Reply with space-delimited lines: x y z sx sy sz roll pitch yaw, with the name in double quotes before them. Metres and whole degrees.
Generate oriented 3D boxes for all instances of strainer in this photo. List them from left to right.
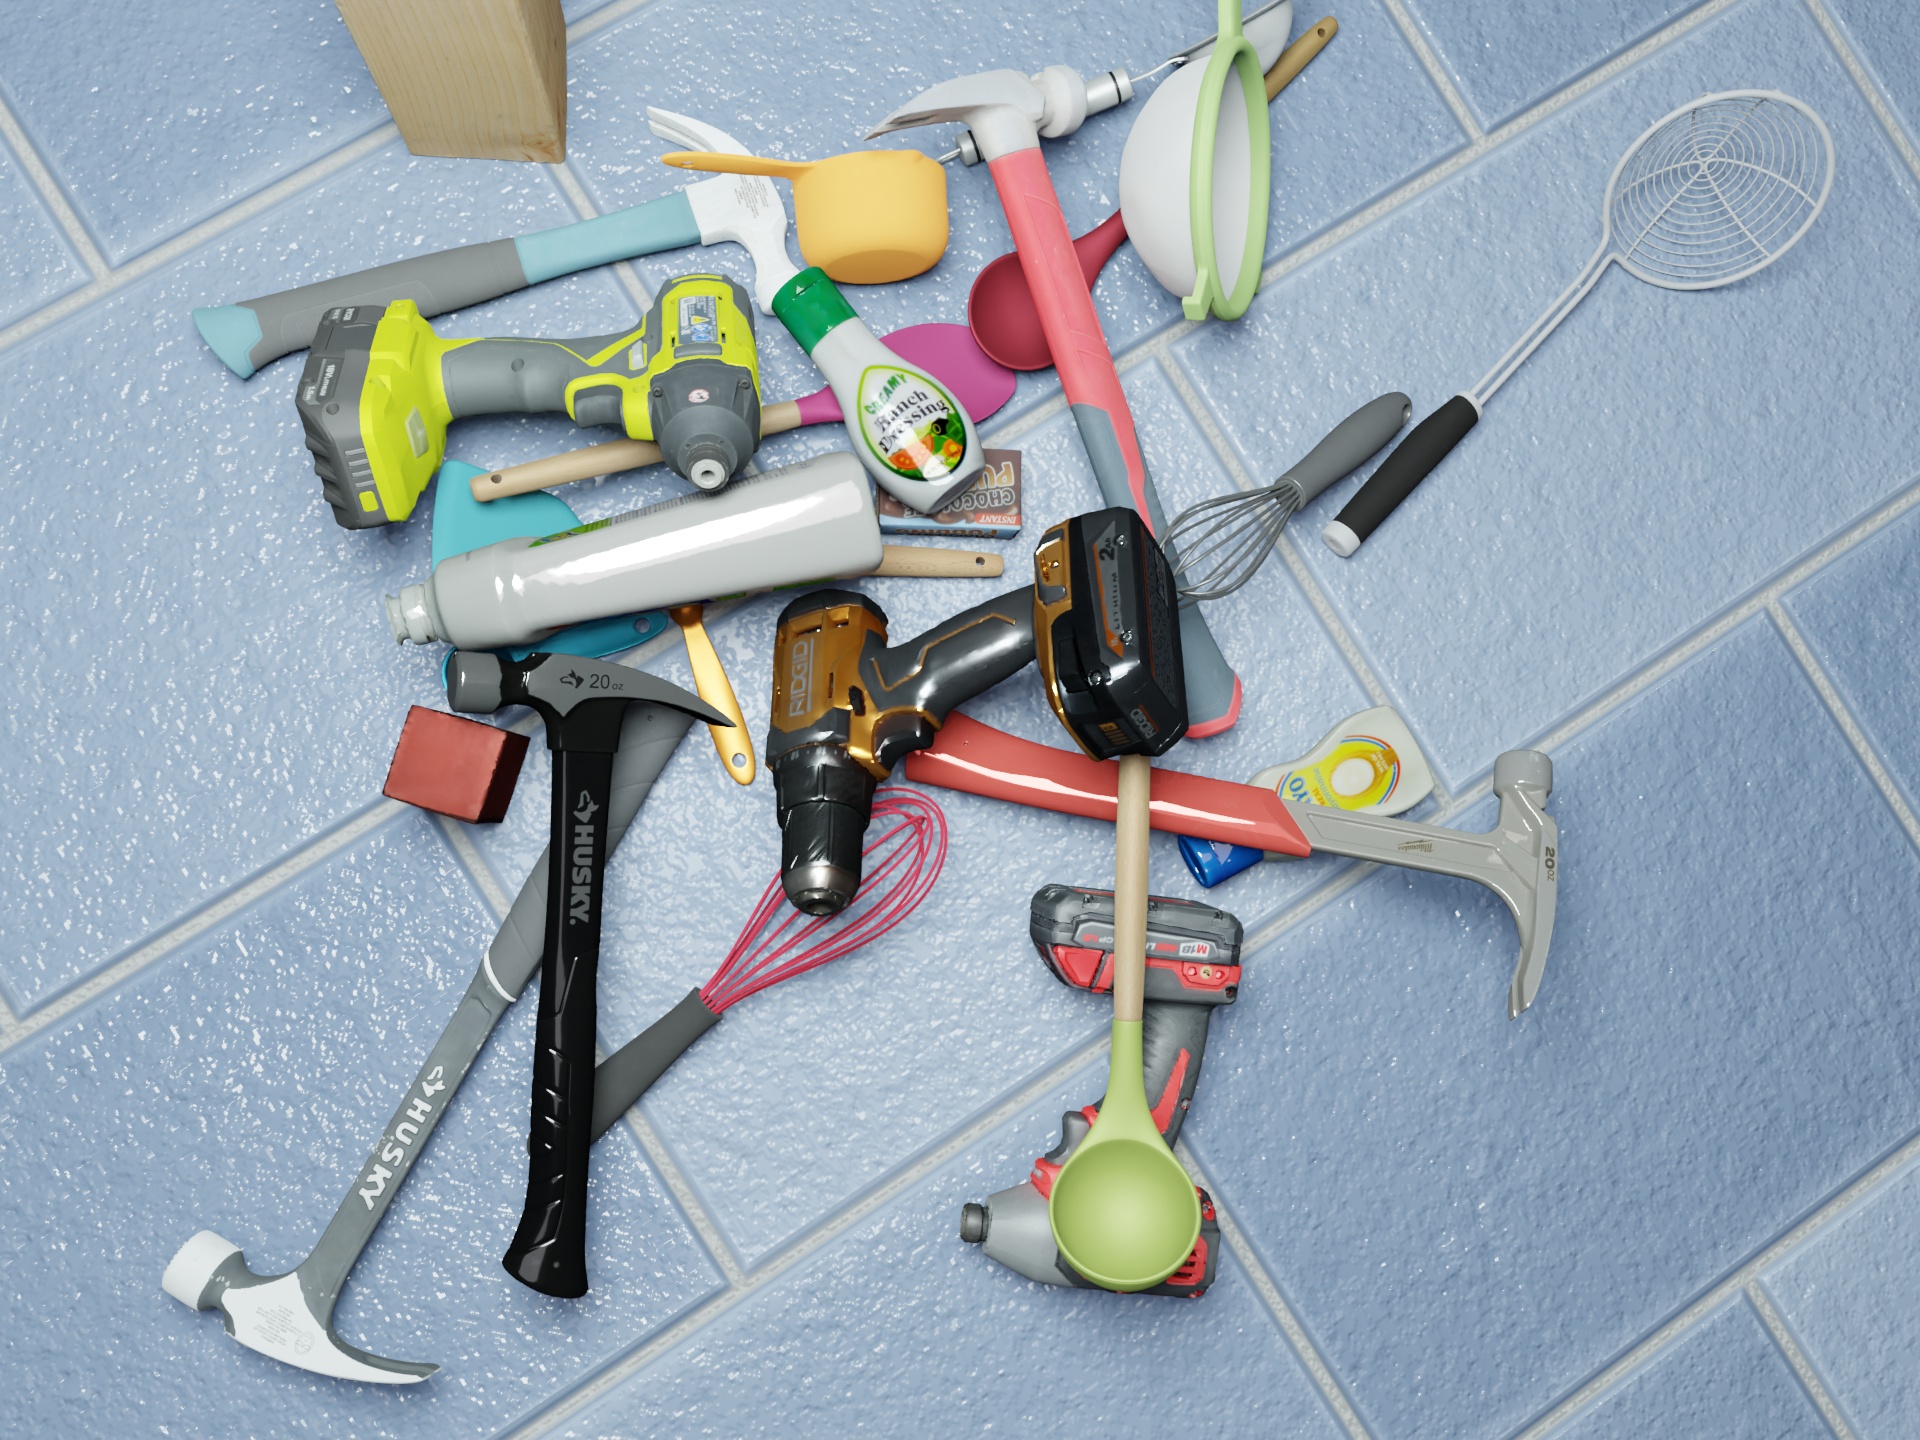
"strainer" 0.103 -0.378 0.944 0.258 0.087 0.050 -22 107 2
"strainer" 0.123 -0.351 0.875 0.069 0.151 0.256 4 112 22

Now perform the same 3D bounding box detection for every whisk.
"whisk" -0.124 0.144 0.879 0.296 0.073 0.073 -41 91 -2
"whisk" 0.188 -0.133 0.912 0.239 0.055 0.055 -38 91 -30

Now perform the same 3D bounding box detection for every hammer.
"hammer" -0.256 0.159 0.864 0.149 0.036 0.409 29 81 6
"hammer" -0.262 -0.256 0.902 0.331 0.033 0.128 -17 89 -8
"hammer" -0.198 0.133 0.830 0.146 0.035 0.335 3 91 -29
"hammer" 0.069 -0.168 0.892 0.143 0.038 0.386 -26 100 -36
"hammer" 0.145 0.059 0.882 0.359 0.036 0.149 10 66 6

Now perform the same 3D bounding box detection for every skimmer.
"skimmer" 0.363 -0.225 0.946 0.363 0.090 0.127 -46 123 -6

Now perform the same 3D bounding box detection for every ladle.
"ladle" 0.088 0.130 0.825 0.078 0.062 0.320 2 87 2
"ladle" 0.120 -0.322 0.956 0.315 0.031 0.069 -45 101 -10

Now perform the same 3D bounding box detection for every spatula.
"spatula" -0.131 -0.096 0.900 0.317 0.044 0.082 1 81 -8

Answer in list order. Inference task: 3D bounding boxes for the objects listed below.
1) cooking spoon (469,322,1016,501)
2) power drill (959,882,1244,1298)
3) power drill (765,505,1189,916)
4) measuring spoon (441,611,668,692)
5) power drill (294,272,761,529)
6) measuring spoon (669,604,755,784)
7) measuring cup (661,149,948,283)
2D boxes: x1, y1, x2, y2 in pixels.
"cooking spoon" -0.117 -0.168 0.901 0.319 0.017 0.069 -17 79 -17
"power drill" 0.080 0.207 0.889 0.143 0.078 0.220 7 88 -6
"power drill" -0.001 -0.003 0.822 0.226 0.084 0.186 -15 54 22
"measuring spoon" -0.228 -0.038 0.901 0.128 0.021 0.042 -18 87 -17
"power drill" -0.216 -0.166 0.830 0.223 0.080 0.171 -7 42 -4
"measuring spoon" -0.141 -0.018 0.909 0.021 0.011 0.117 -19 88 -8
"measuring cup" -0.083 -0.278 0.877 0.173 0.095 0.052 -6 89 -37
